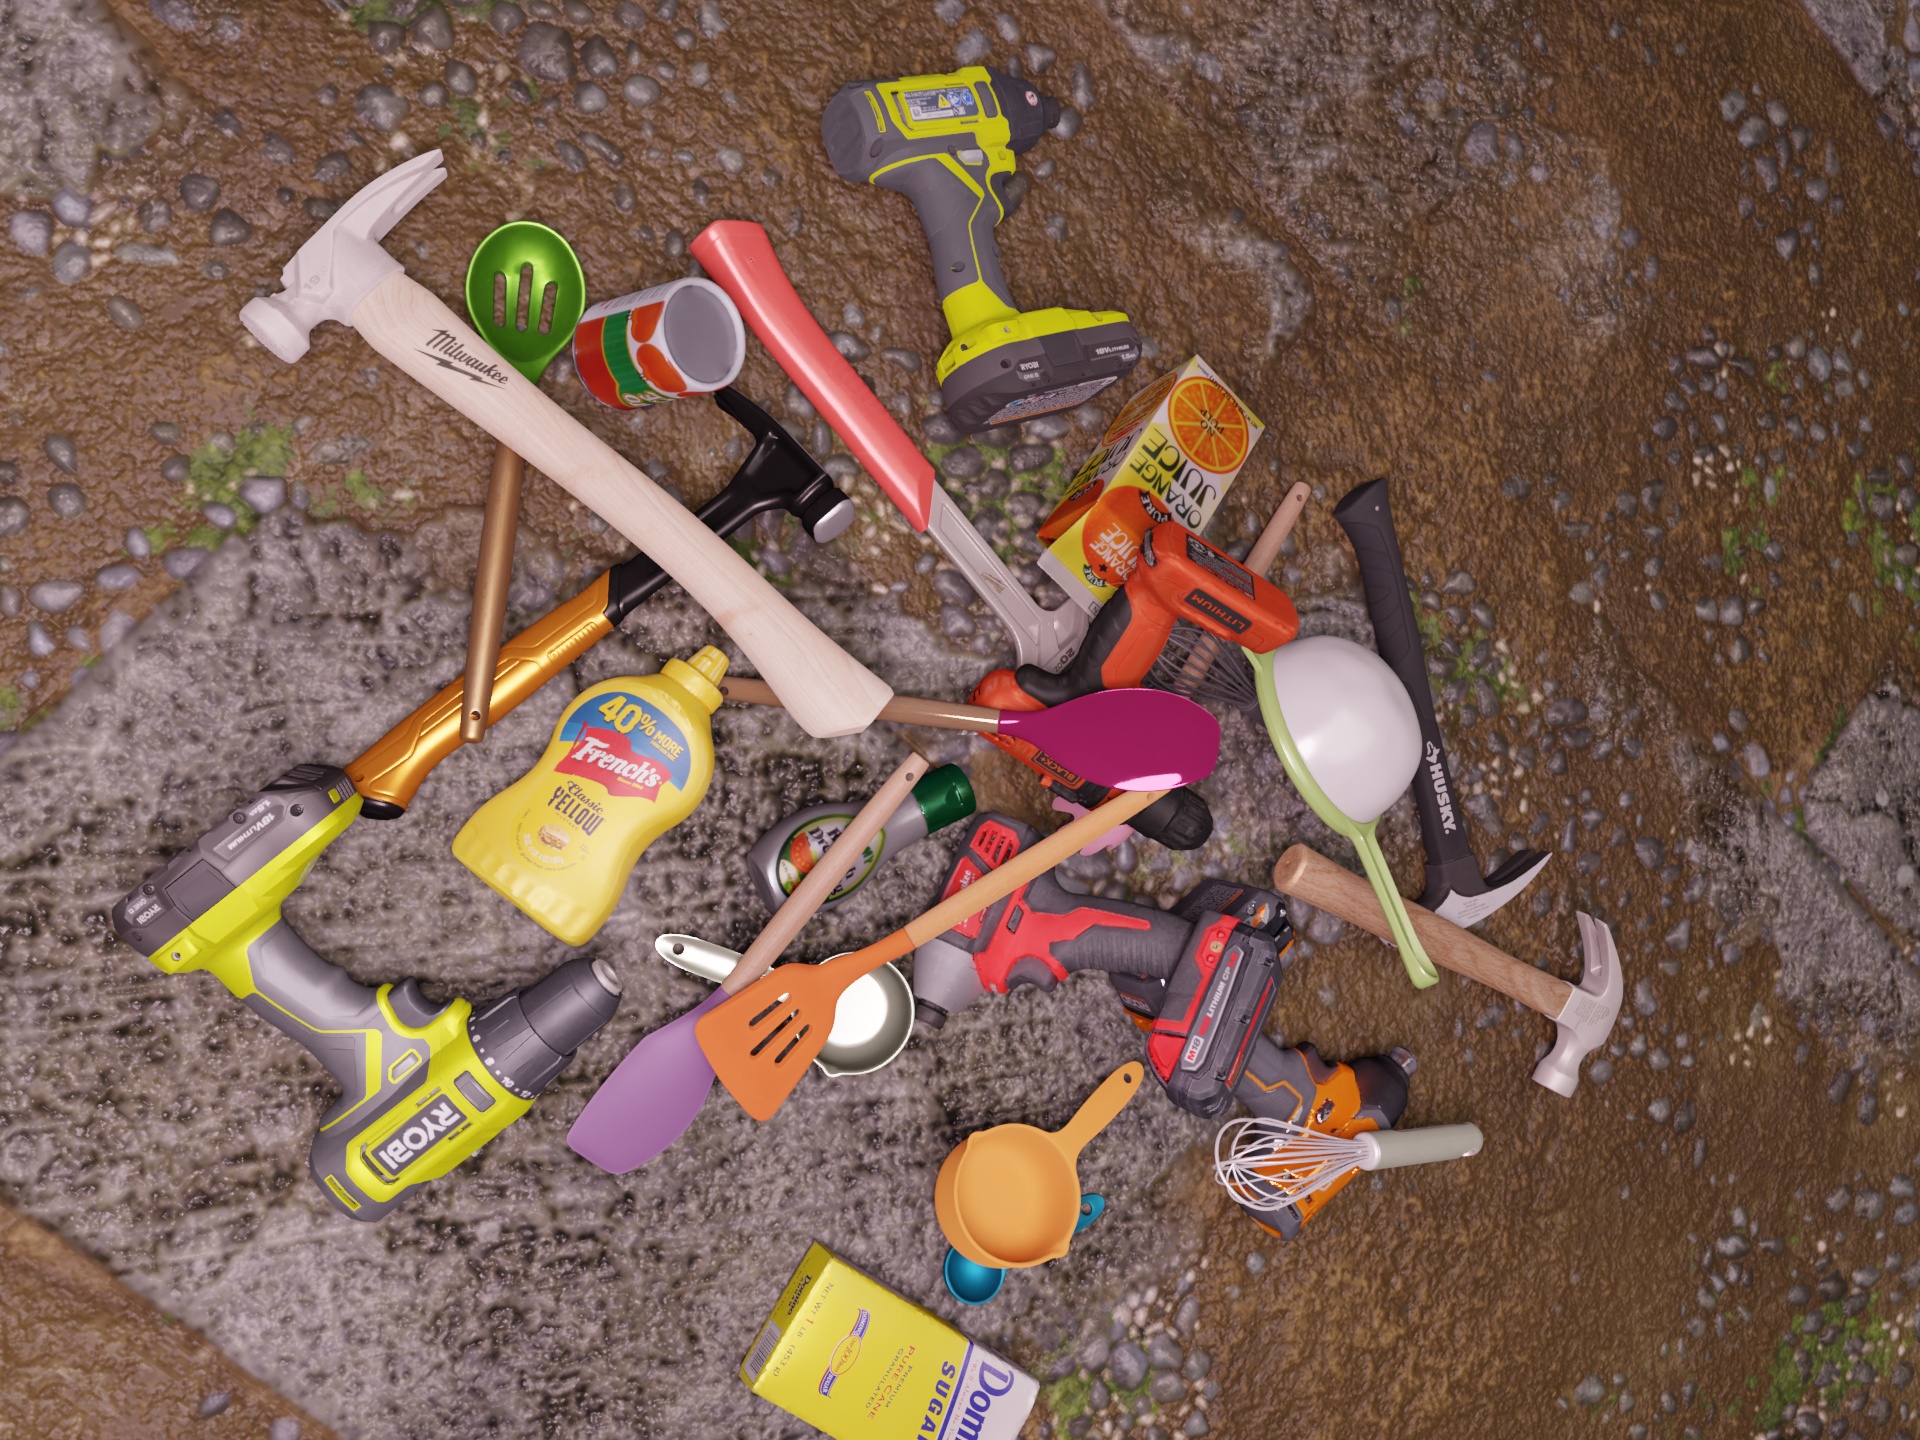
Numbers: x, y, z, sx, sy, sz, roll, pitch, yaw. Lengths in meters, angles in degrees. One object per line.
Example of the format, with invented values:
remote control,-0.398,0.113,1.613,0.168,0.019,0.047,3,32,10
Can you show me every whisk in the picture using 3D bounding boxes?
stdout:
whisk,0.261,0.285,1.052,0.246,0.057,0.059,5,57,-34
whisk,0.194,-0.015,1.087,0.238,0.055,0.055,29,78,-37

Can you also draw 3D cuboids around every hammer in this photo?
hammer,-0.228,-0.065,0.940,0.337,0.034,0.127,-40,72,-12
hammer,-0.052,-0.164,1.025,0.149,0.037,0.359,-44,104,-17
hammer,-0.198,-0.143,0.905,0.410,0.038,0.146,40,77,-4
hammer,0.355,0.161,1.140,0.331,0.031,0.130,27,91,-25
hammer,0.338,-0.013,1.171,0.146,0.035,0.335,-15,93,-20

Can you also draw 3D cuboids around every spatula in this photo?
spatula,-0.121,0.146,0.961,0.059,0.018,0.316,38,91,-19
spatula,-0.008,0.123,0.964,0.322,0.041,0.081,-31,112,-5

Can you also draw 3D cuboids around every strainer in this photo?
strainer,0.281,0.046,1.055,0.151,0.069,0.256,8,58,-53

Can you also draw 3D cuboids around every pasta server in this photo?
pasta server,0.164,-0.043,1.111,0.060,0.040,0.316,38,72,-16

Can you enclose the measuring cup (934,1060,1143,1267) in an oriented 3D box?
measuring cup,0.055,0.285,1.044,0.173,0.052,0.095,-38,88,-33

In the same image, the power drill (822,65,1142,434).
power drill,0.025,-0.311,1.030,0.171,0.080,0.223,-19,87,-32

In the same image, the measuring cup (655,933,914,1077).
measuring cup,-0.111,0.166,0.995,0.167,0.038,0.083,21,83,-7

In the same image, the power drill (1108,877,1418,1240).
power drill,0.219,0.221,1.094,0.164,0.084,0.226,-37,105,-19

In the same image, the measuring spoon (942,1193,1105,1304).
measuring spoon,0.041,0.346,1.056,0.128,0.021,0.042,-18,80,-30

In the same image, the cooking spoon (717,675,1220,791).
cooking spoon,-0.002,-0.003,0.975,0.319,0.017,0.068,7,115,6

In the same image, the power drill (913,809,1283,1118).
power drill,0.077,0.157,0.991,0.220,0.078,0.143,21,75,22

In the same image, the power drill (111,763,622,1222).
power drill,-0.319,0.137,0.869,0.190,0.080,0.228,-38,102,1

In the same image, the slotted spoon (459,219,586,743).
slotted spoon,-0.266,-0.141,0.924,0.070,0.031,0.314,8,76,-20
